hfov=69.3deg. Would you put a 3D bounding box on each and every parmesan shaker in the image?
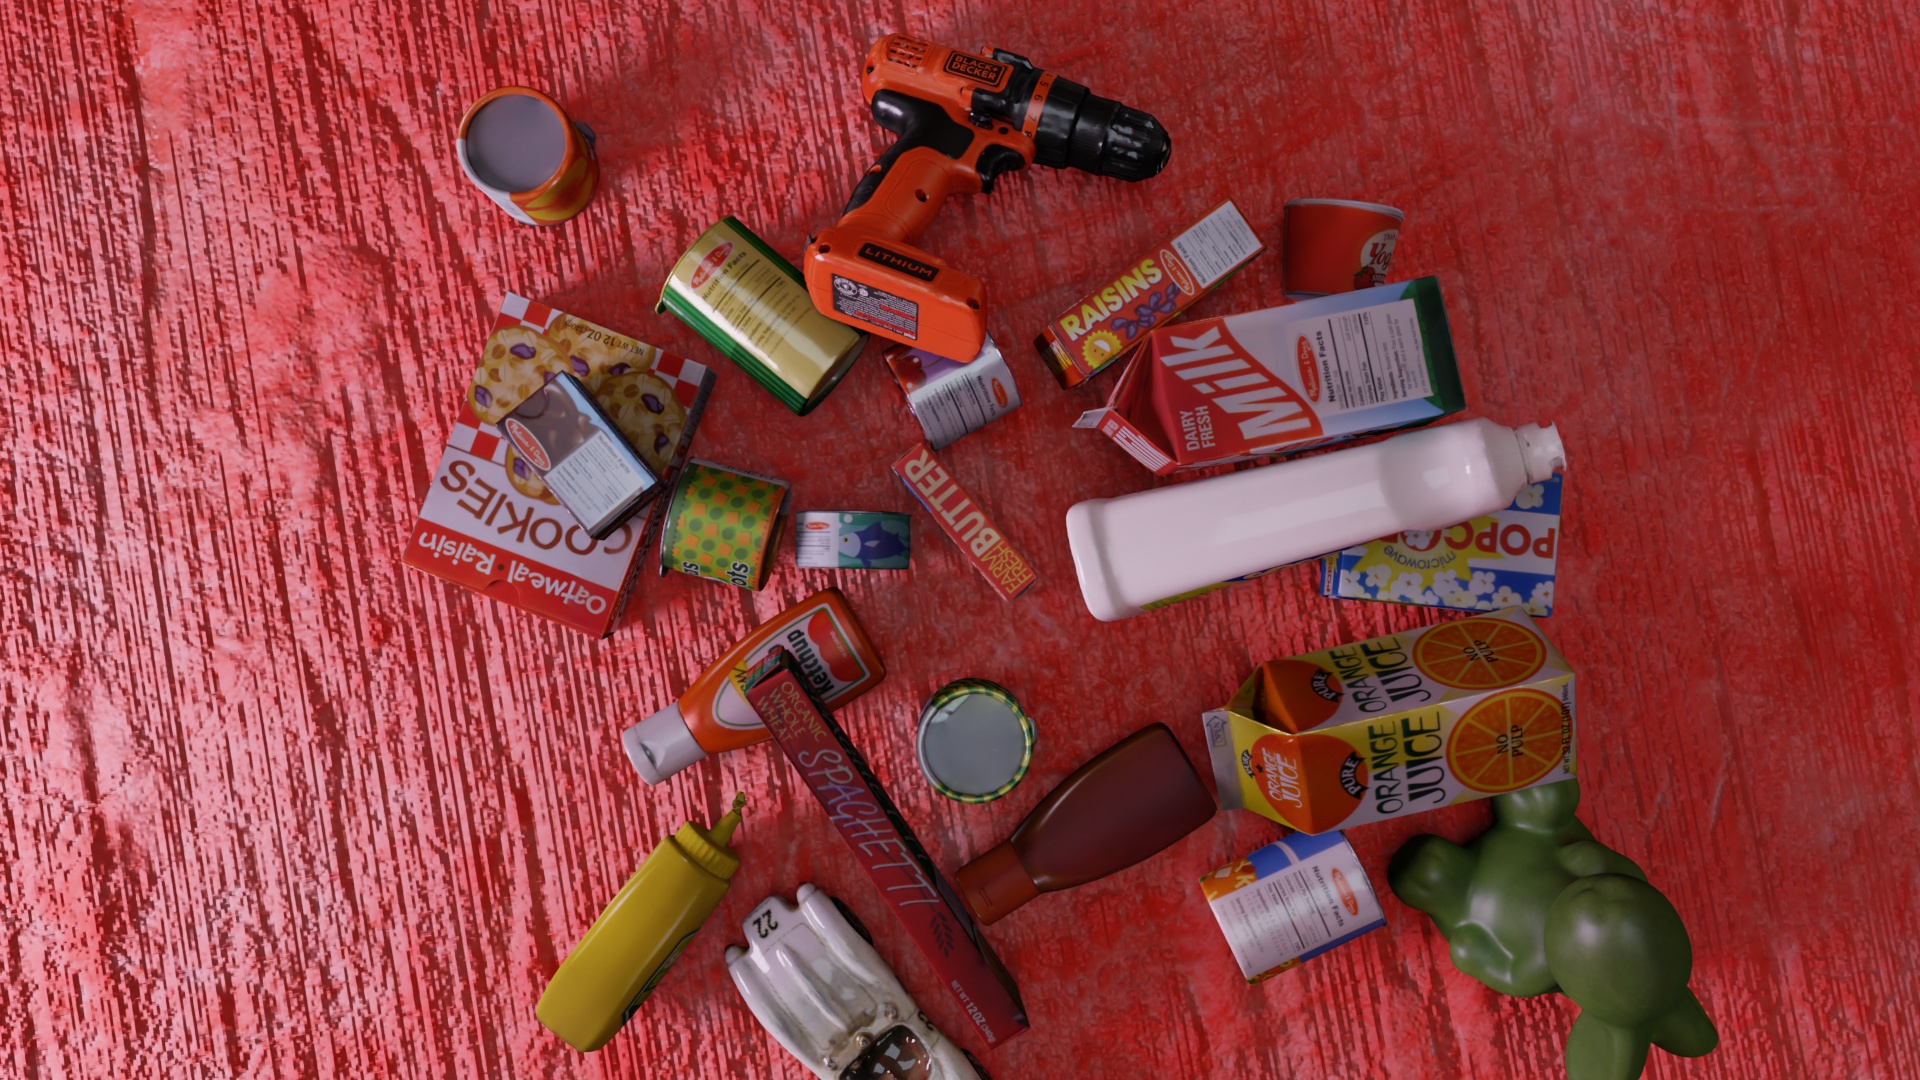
[{"bbox_3d":[-0.112,-0.125,0.794,0.103,0.071,0.071,40,88,0],"label":"parmesan shaker"}]

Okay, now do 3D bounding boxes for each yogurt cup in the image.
[{"bbox_3d":[0.217,-0.165,0.803,0.072,0.072,0.054,7,96,-1],"label":"yogurt cup"}]

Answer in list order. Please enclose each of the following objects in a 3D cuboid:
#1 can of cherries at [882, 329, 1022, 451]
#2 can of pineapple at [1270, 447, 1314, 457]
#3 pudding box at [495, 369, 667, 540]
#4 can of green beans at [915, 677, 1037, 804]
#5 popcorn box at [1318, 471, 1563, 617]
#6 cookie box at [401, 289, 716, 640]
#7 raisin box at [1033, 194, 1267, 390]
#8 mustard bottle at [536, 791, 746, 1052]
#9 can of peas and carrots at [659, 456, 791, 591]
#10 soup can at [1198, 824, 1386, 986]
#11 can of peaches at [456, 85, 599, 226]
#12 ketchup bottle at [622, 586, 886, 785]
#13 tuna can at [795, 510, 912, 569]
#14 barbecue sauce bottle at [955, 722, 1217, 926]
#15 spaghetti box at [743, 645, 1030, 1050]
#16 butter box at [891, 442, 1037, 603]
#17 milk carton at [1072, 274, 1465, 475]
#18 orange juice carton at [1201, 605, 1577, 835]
[{"bbox_3d":[-0.006,-0.094,0.796,0.058,0.071,0.071,-29,89,-1],"label":"can of cherries"},{"bbox_3d":[0.187,-0.083,0.800,0.071,0.058,0.071,0,88,-1],"label":"can of pineapple"},{"bbox_3d":[-0.208,-0.047,0.766,0.050,0.030,0.083,-41,89,-2],"label":"pudding box"},{"bbox_3d":[0.008,0.113,0.789,0.071,0.058,0.071,0,88,-1],"label":"can of green beans"},{"bbox_3d":[0.279,-0.003,0.808,0.127,0.038,0.085,6,88,-1],"label":"popcorn box"},{"bbox_3d":[-0.230,-0.043,0.801,0.123,0.040,0.167,21,87,0],"label":"cookie box"},{"bbox_3d":[0.104,-0.137,0.787,0.123,0.086,0.040,-35,94,-2],"label":"raisin box"},{"bbox_3d":[-0.169,0.209,0.781,0.049,0.065,0.160,37,84,5],"label":"mustard bottle"},{"bbox_3d":[-0.133,-0.007,0.788,0.059,0.071,0.071,14,88,-1],"label":"can of peas and carrots"},{"bbox_3d":[0.186,0.203,0.784,0.084,0.071,0.071,-26,88,3],"label":"soup can"},{"bbox_3d":[-0.246,-0.222,0.799,0.071,0.058,0.071,0,88,0],"label":"can of peaches"},{"bbox_3d":[-0.120,0.088,0.796,0.149,0.043,0.064,-30,92,-1],"label":"ketchup bottle"},{"bbox_3d":[-0.059,0.000,0.791,0.071,0.071,0.033,1,89,-1],"label":"tuna can"},{"bbox_3d":[0.069,0.167,0.795,0.148,0.043,0.065,-31,88,-1],"label":"barbecue sauce bottle"},{"bbox_3d":[-0.040,0.169,0.767,0.029,0.050,0.249,-33,100,-1],"label":"spaghetti box"},{"bbox_3d":[0.003,-0.010,0.797,0.024,0.053,0.103,-41,89,0],"label":"butter box"},{"bbox_3d":[0.155,-0.081,0.734,0.191,0.072,0.073,-11,87,-1],"label":"milk carton"},{"bbox_3d":[0.234,0.103,0.772,0.193,0.073,0.071,-13,118,2],"label":"orange juice carton"}]
